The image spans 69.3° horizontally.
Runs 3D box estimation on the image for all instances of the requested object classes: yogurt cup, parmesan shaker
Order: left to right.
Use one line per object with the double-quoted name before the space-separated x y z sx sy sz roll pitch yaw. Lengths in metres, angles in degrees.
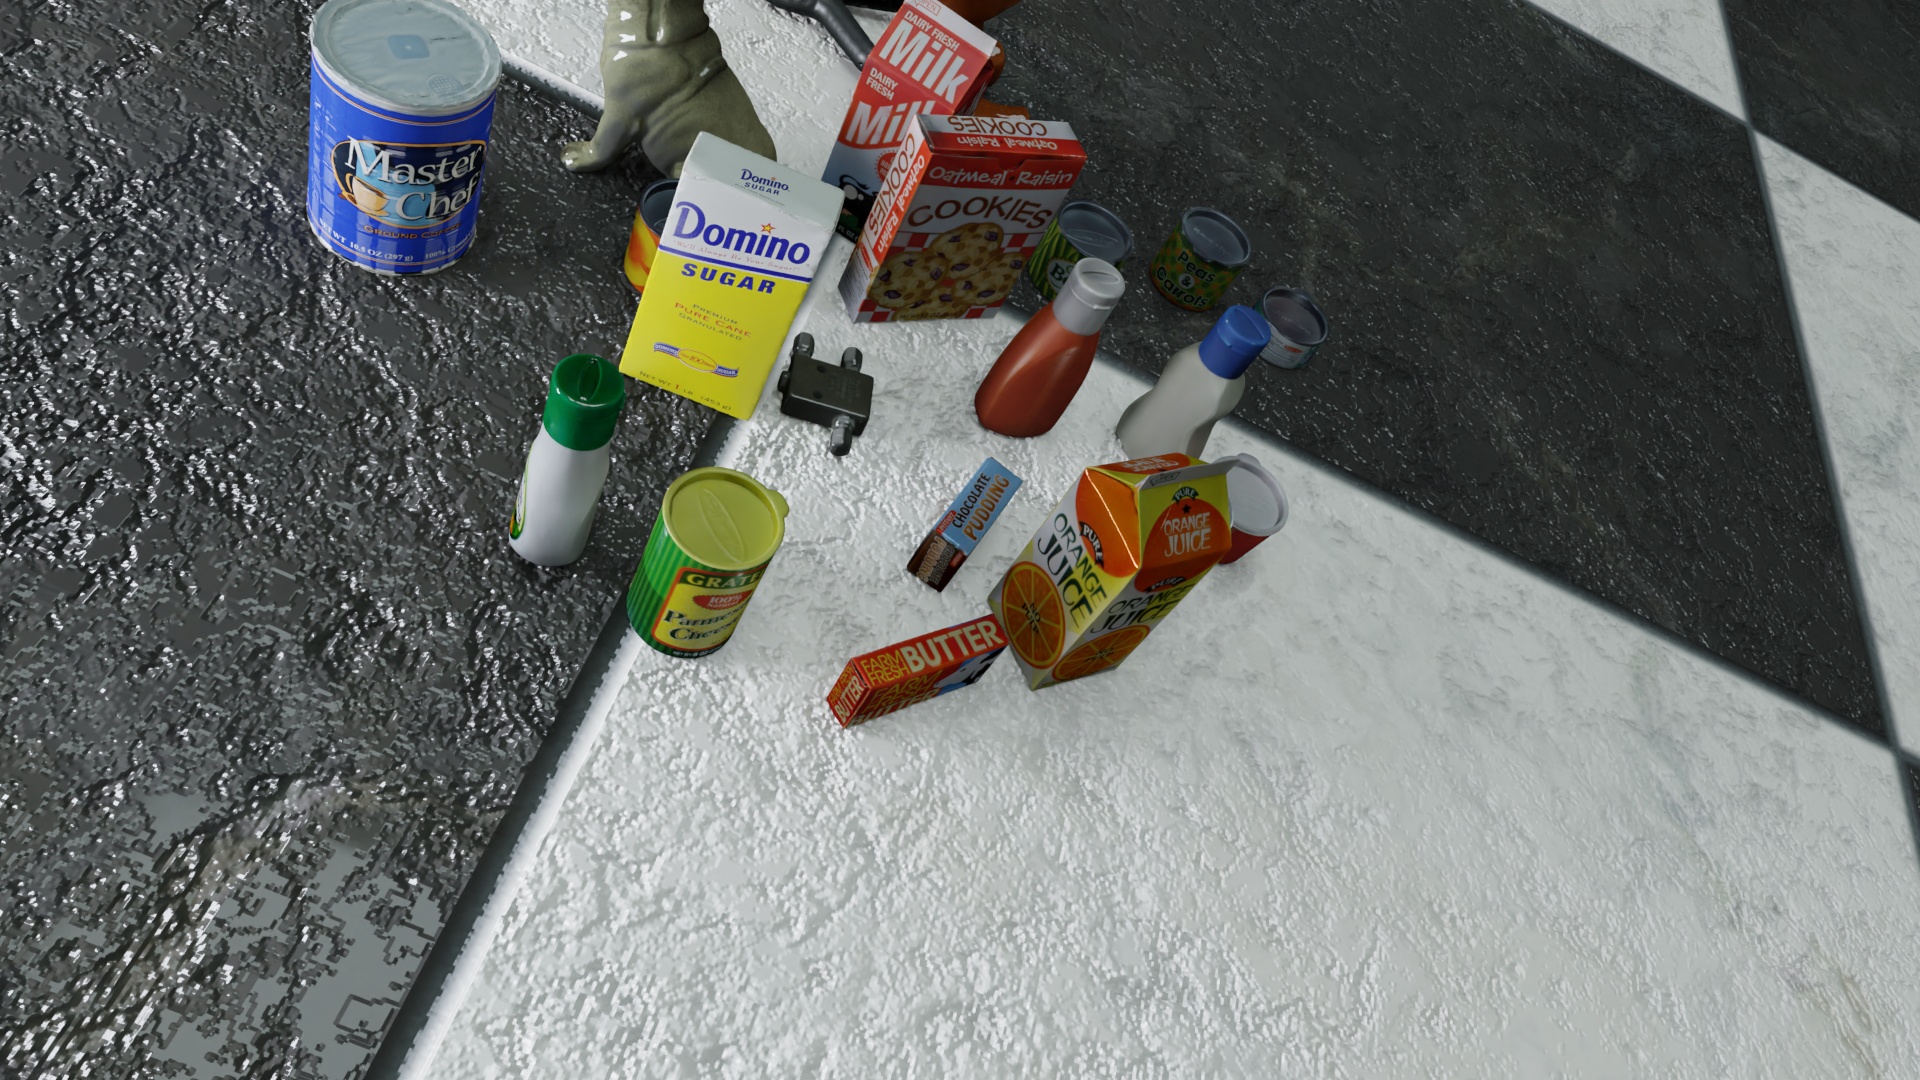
"parmesan shaker" -0.142 0.014 0.780 0.071 0.102 0.071 13 52 -17
"yogurt cup" 0.194 -0.019 1.002 0.072 0.053 0.073 13 52 -17

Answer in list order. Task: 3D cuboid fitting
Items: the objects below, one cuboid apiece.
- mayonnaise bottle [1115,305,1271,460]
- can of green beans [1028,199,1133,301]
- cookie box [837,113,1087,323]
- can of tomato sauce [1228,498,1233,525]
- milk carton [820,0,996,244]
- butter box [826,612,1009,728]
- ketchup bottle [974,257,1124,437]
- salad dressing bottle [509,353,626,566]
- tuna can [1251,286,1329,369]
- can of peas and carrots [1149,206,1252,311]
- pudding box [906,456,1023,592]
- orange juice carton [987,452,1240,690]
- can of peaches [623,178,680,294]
"mayonnaise bottle" 0.168 -0.106 0.990 0.041 0.147 0.065 -25 70 -37
"can of green beans" 0.095 -0.226 1.101 0.071 0.057 0.071 13 52 -17
"cookie box" -0.001 -0.222 0.979 0.123 0.166 0.040 -7 61 -30
"can of tomato sauce" 0.135 -0.003 0.942 0.071 0.082 0.071 13 52 -17
"milk carton" -0.038 -0.303 1.004 0.072 0.189 0.074 33 49 -1
"butter box" -0.025 0.077 0.825 0.104 0.052 0.024 -15 65 -34
"ketchup bottle" 0.064 -0.130 0.957 0.065 0.148 0.044 1 57 -26
"salad dressing bottle" -0.214 -0.042 0.756 0.044 0.147 0.064 16 51 -16
"tuna can" 0.275 -0.181 1.174 0.071 0.032 0.071 13 52 -17
"can of peas and carrots" 0.199 -0.232 1.156 0.071 0.058 0.071 13 52 -17
"pudding box" 0.003 -0.011 0.905 0.030 0.049 0.084 36 49 1
"orange juice carton" 0.095 0.010 0.840 0.072 0.191 0.073 -10 62 -32
"can of peaches" -0.190 -0.200 0.942 0.071 0.057 0.071 13 52 -17
